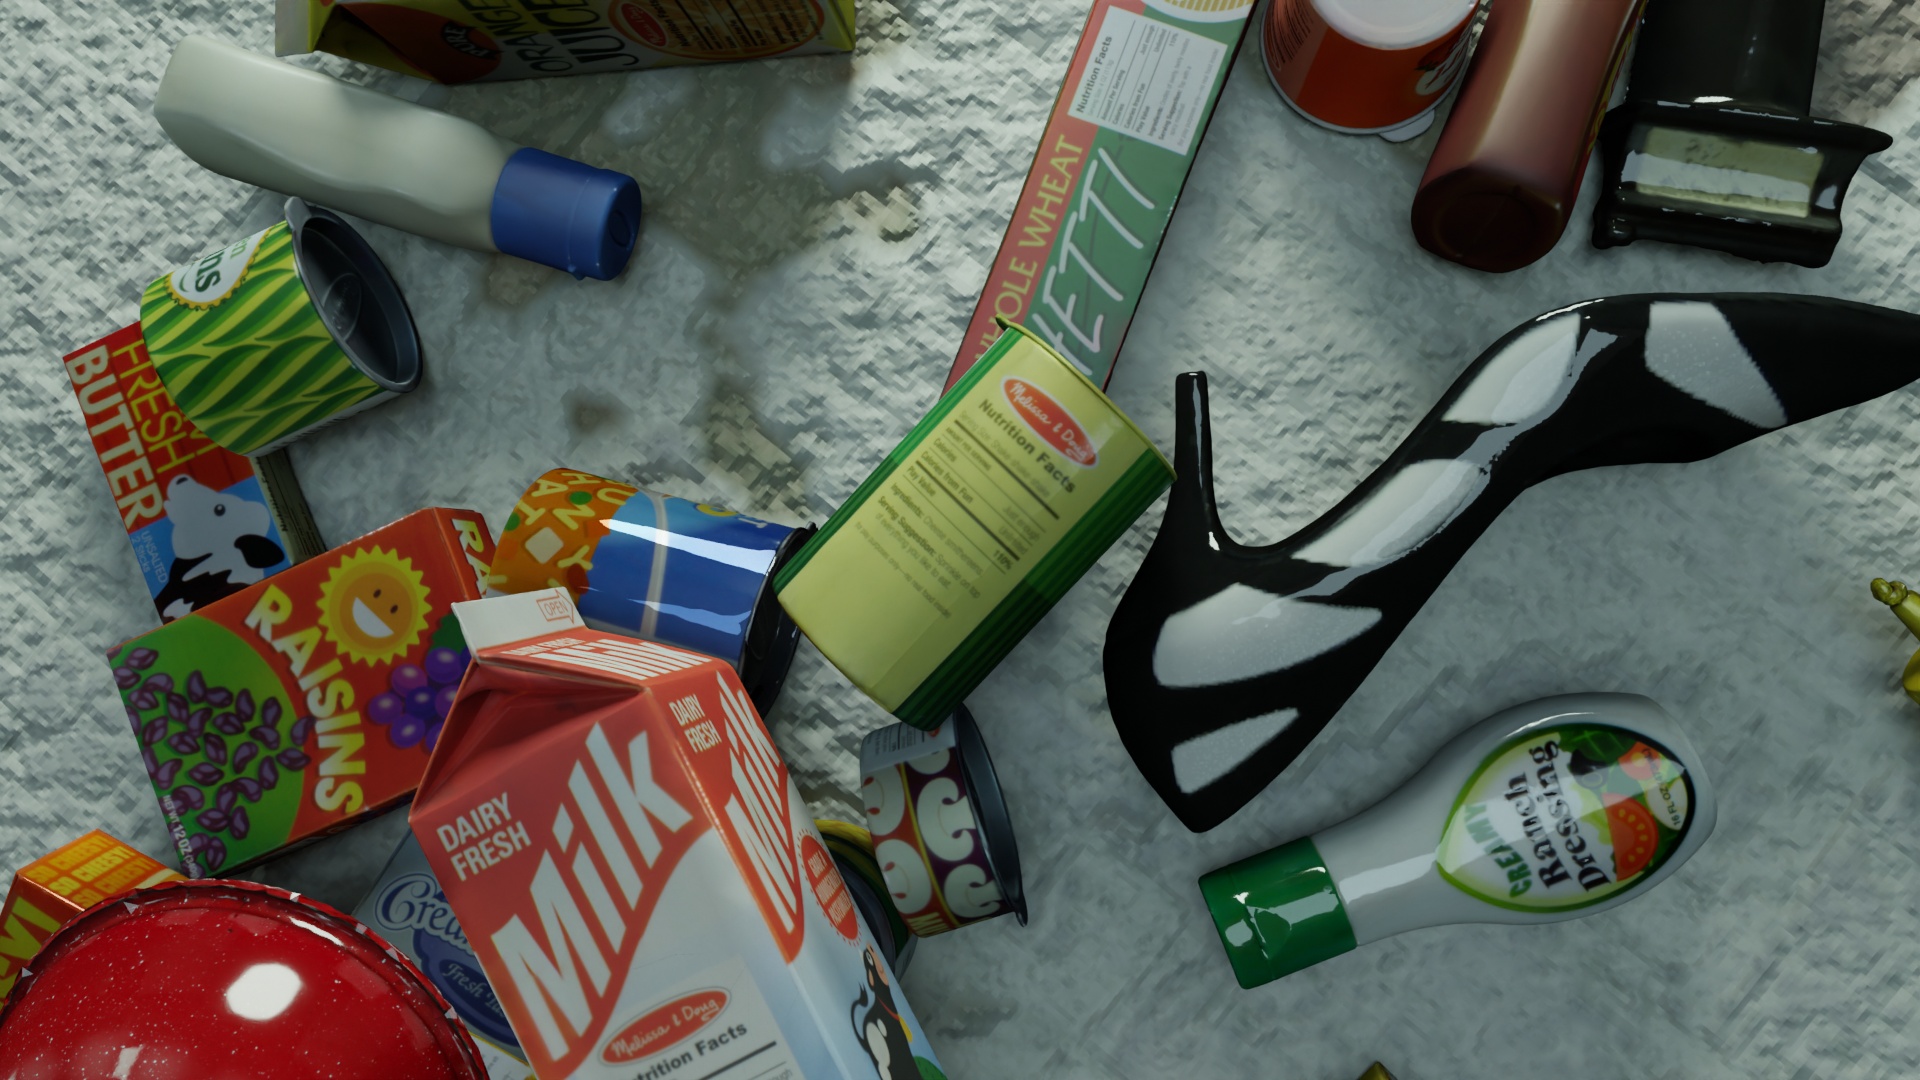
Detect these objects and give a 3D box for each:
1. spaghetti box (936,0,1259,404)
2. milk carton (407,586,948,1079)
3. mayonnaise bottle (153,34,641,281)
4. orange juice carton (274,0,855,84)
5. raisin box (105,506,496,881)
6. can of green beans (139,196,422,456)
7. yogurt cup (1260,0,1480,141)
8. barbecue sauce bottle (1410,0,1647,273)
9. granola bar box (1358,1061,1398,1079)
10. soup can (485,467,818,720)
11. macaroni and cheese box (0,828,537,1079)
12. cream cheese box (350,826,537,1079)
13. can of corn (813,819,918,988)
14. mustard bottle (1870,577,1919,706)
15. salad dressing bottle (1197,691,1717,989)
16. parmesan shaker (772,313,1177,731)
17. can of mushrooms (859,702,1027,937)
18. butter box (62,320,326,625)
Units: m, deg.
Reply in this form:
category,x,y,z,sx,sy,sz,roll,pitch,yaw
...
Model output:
category,x,y,z,sx,sy,sz,roll,pitch,yaw
spaghetti box,0.042,-0.103,0.454,0.050,0.028,0.250,21,89,7
milk carton,-0.077,0.098,0.369,0.073,0.072,0.190,-29,87,6
mayonnaise bottle,-0.183,-0.124,0.464,0.148,0.064,0.041,17,85,3
orange juice carton,-0.136,-0.200,0.457,0.193,0.073,0.072,-3,87,6
raisin box,-0.207,0.051,0.465,0.123,0.040,0.086,-24,84,5
can of green beans,-0.223,-0.068,0.460,0.058,0.071,0.071,-23,85,5
yogurt cup,0.131,-0.169,0.437,0.072,0.054,0.072,0,86,6
barbecue sauce bottle,0.186,-0.160,0.429,0.044,0.064,0.149,22,81,7
granola bar box,0.118,0.265,0.417,0.124,0.039,0.165,43,92,7
soup can,-0.096,0.016,0.443,0.084,0.071,0.071,15,88,7
macaroni and cheese box,-0.233,0.185,0.437,0.166,0.040,0.123,28,102,1
cream cheese box,-0.147,0.137,0.460,0.104,0.024,0.053,34,90,7
can of corn,-0.050,0.122,0.434,0.071,0.058,0.071,0,87,6
mustard bottle,0.331,0.063,0.403,0.160,0.049,0.065,43,91,8
salad dressing bottle,0.148,0.094,0.423,0.147,0.044,0.064,-22,86,4
parmesan shaker,0.001,-0.005,0.403,0.071,0.071,0.103,44,92,7
can of mushrooms,-0.005,0.088,0.427,0.033,0.071,0.071,-18,85,5
butter box,-0.266,-0.027,0.483,0.053,0.024,0.103,-25,84,3
